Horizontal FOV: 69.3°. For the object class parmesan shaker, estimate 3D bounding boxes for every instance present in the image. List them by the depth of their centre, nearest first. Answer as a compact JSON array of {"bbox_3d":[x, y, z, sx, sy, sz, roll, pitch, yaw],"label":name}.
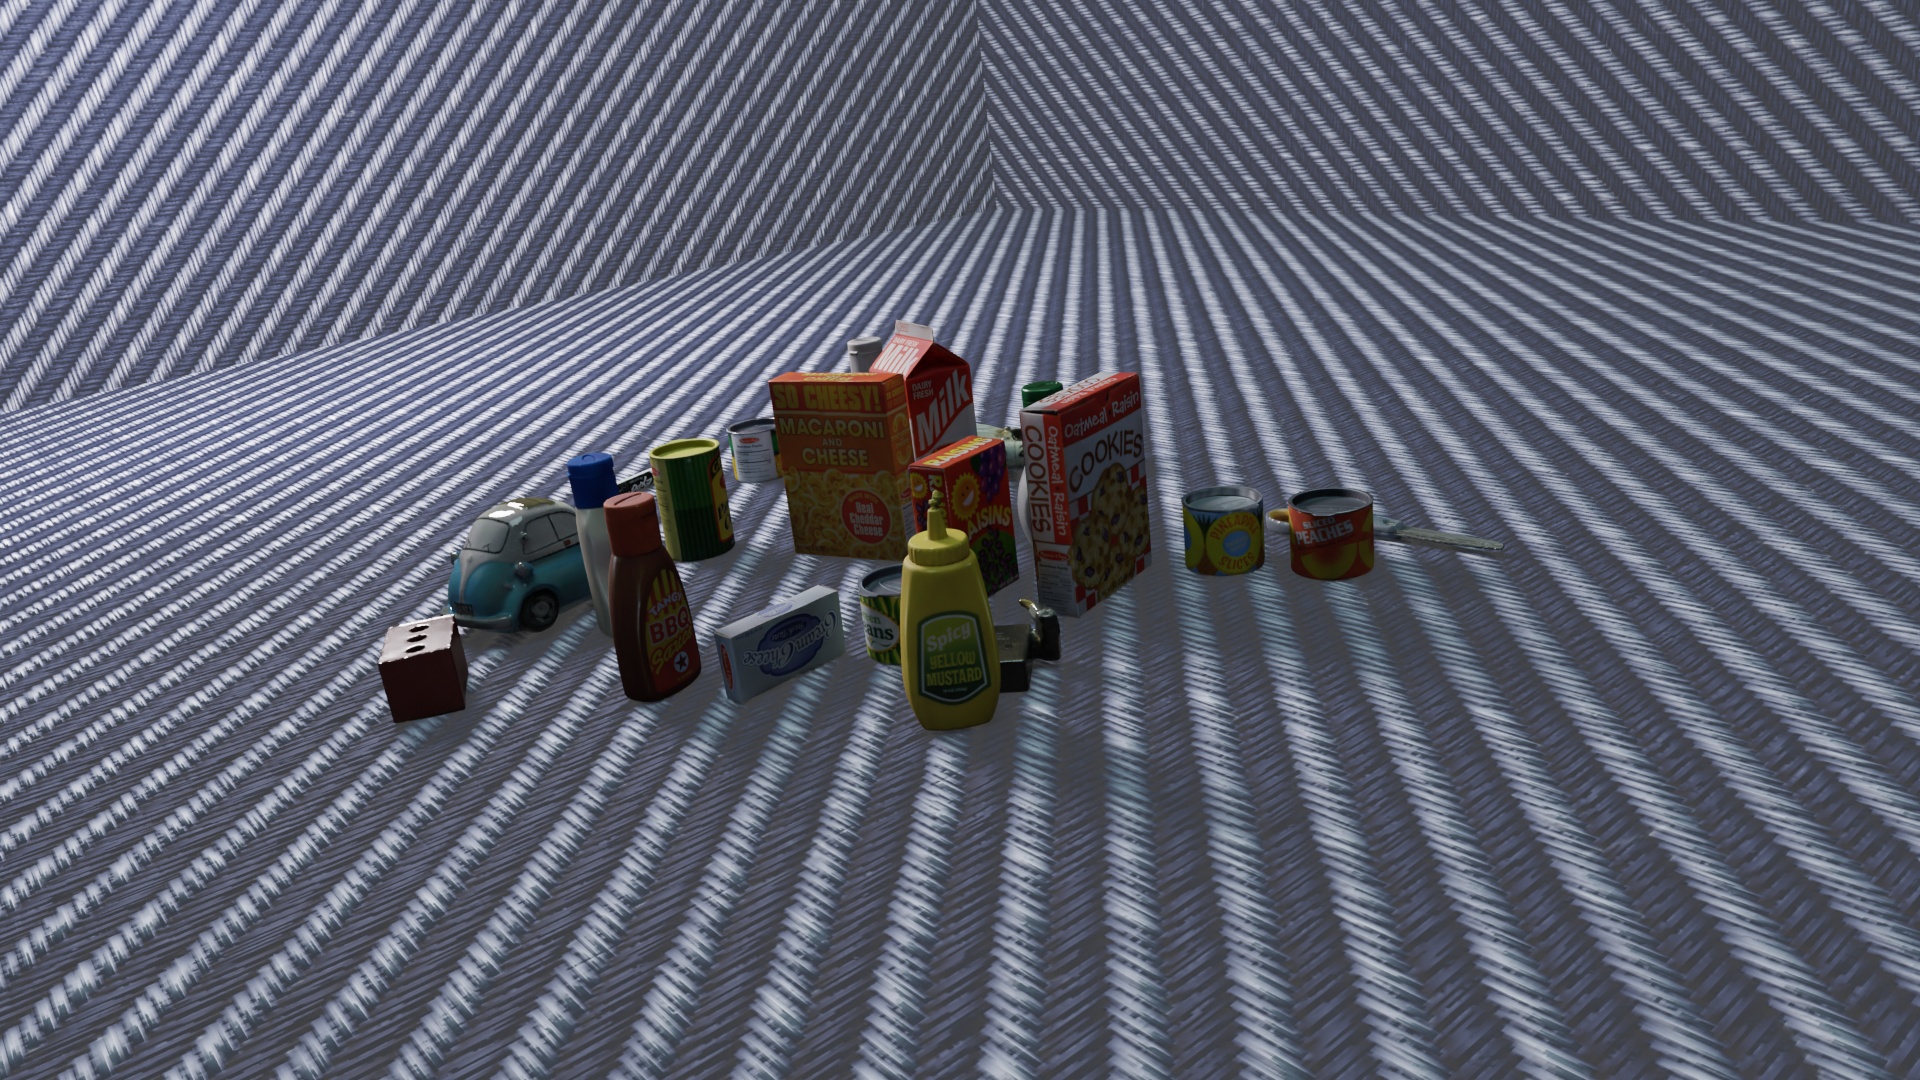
[{"bbox_3d":[-0.254,-0.040,1.318,0.071,0.102,0.071,-6,19,2],"label":"parmesan shaker"}]

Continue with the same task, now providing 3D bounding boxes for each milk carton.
[{"bbox_3d":[-0.033,-0.113,1.322,0.074,0.189,0.072,-17,22,-29],"label":"milk carton"}]

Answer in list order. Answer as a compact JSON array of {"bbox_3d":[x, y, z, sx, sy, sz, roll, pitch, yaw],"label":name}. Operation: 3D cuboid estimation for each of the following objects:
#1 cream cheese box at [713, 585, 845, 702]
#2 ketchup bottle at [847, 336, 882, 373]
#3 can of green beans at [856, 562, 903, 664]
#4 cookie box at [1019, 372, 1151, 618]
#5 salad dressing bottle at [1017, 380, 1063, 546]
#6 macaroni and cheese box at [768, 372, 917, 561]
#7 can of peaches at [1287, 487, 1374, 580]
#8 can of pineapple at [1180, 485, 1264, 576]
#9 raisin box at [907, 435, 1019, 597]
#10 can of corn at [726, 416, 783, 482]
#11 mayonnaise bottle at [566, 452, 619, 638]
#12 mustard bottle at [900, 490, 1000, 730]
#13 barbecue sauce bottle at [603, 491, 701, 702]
[{"bbox_3d":[-0.132,0.075,1.025,0.024,0.053,0.104,11,26,42],"label":"cream cheese box"},{"bbox_3d":[-0.094,-0.142,1.488,0.065,0.148,0.044,9,24,39],"label":"ketchup bottle"},{"bbox_3d":[-0.041,0.055,1.048,0.071,0.057,0.071,-6,19,2],"label":"can of green beans"},{"bbox_3d":[0.103,-0.039,1.102,0.040,0.166,0.123,7,23,35],"label":"cookie box"},{"bbox_3d":[0.078,-0.064,1.211,0.064,0.147,0.044,-11,19,-13],"label":"salad dressing bottle"},{"bbox_3d":[-0.102,-0.068,1.254,0.123,0.165,0.040,4,21,28],"label":"macaroni and cheese box"},{"bbox_3d":[0.295,-0.005,1.107,0.071,0.058,0.071,-6,19,2],"label":"can of peaches"},{"bbox_3d":[0.217,-0.008,1.141,0.071,0.057,0.071,-6,19,2],"label":"can of pineapple"},{"bbox_3d":[0.004,-0.014,1.130,0.040,0.123,0.086,8,24,37],"label":"raisin box"},{"bbox_3d":[-0.223,-0.102,1.555,0.071,0.058,0.071,-6,19,2],"label":"can of corn"},{"bbox_3d":[-0.290,0.003,1.140,0.041,0.147,0.065,-14,20,-22],"label":"mayonnaise bottle"},{"bbox_3d":[-0.011,0.045,0.910,0.065,0.159,0.049,-8,19,-5],"label":"mustard bottle"},{"bbox_3d":[-0.230,0.040,1.015,0.043,0.148,0.065,4,22,29],"label":"barbecue sauce bottle"}]
